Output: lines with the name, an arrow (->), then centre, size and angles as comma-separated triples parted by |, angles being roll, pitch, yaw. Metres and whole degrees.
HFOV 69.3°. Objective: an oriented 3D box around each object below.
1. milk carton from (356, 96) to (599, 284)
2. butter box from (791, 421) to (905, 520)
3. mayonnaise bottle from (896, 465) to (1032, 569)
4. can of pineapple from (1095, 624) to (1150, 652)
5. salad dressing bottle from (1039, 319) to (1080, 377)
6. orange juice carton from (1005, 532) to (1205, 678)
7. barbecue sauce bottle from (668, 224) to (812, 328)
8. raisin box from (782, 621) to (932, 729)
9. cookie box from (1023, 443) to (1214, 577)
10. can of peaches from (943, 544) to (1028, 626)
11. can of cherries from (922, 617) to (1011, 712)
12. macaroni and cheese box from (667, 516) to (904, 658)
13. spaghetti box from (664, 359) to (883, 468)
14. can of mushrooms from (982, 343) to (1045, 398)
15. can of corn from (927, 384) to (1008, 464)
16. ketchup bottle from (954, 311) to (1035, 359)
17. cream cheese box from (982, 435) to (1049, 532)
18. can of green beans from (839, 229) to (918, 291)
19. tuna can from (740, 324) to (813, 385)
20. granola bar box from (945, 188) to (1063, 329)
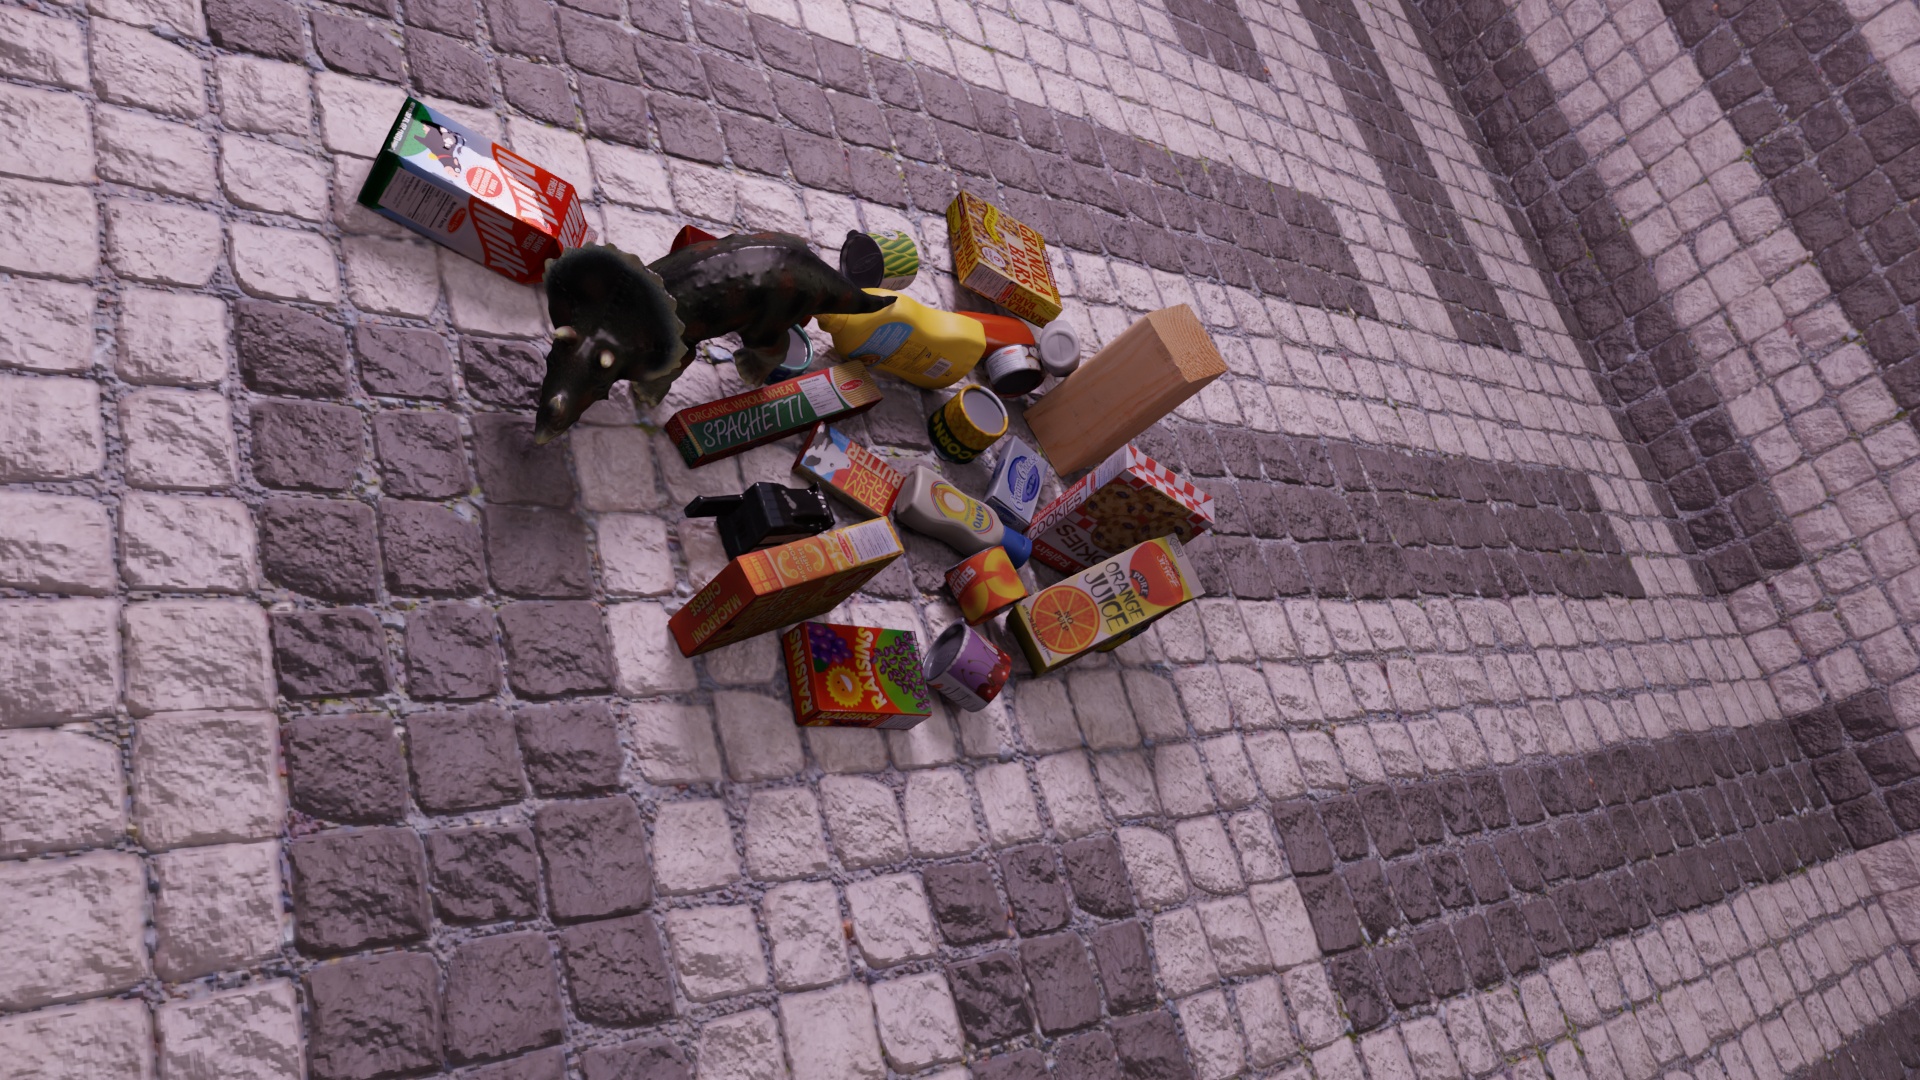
milk carton -> -0.405, -0.290, 1.198 | 0.190, 0.073, 0.073 | 26, 48, -27
butter box -> -0.107, -0.065, 1.342 | 0.103, 0.024, 0.053 | 33, 64, -21
mayonnaise bottle -> 0.005, -0.018, 1.408 | 0.148, 0.041, 0.065 | 28, 46, -25
can of pineapple -> 0.160, 0.080, 1.469 | 0.071, 0.057, 0.071 | 23, 50, -30
salad dressing bottle -> 0.116, -0.219, 1.594 | 0.148, 0.044, 0.064 | -47, 128, -81
orange juice carton -> 0.148, 0.062, 1.391 | 0.193, 0.073, 0.072 | -25, 79, -12
barbecue sauce bottle -> -0.214, -0.254, 1.370 | 0.148, 0.043, 0.065 | 22, 51, -31
raisin box -> -0.091, 0.120, 1.231 | 0.123, 0.040, 0.086 | 9, 59, -40
cookie box -> 0.163, -0.016, 1.457 | 0.123, 0.166, 0.040 | 29, 44, -25
can of peaches -> 0.024, 0.045, 1.365 | 0.071, 0.071, 0.058 | -19, 78, -47
can of cherries -> 0.007, 0.116, 1.298 | 0.058, 0.071, 0.072 | 37, 44, -18
macaroni and cheese box -> -0.145, 0.039, 1.173 | 0.167, 0.123, 0.040 | -18, 75, -46
spaghetti box -> -0.173, -0.124, 1.329 | 0.251, 0.028, 0.050 | -25, 81, -48
can of mushrooms -> 0.061, -0.189, 1.558 | 0.071, 0.070, 0.033 | 4, 61, -41
can of corn -> 0.008, -0.122, 1.468 | 0.071, 0.058, 0.071 | 23, 49, -30
ketchup bottle -> 0.013, -0.231, 1.554 | 0.149, 0.043, 0.065 | -1, 40, -42
cream cheese box -> 0.060, -0.061, 1.500 | 0.053, 0.024, 0.104 | 37, 44, -17
can of green beans -> -0.087, -0.300, 1.497 | 0.058, 0.071, 0.071 | -20, 77, -48
tuna can -> -0.177, -0.185, 1.364 | 0.071, 0.032, 0.071 | 22, 50, -29
granola bar box -> 0.050, -0.331, 1.635 | 0.124, 0.039, 0.166 | 24, 35, -27
